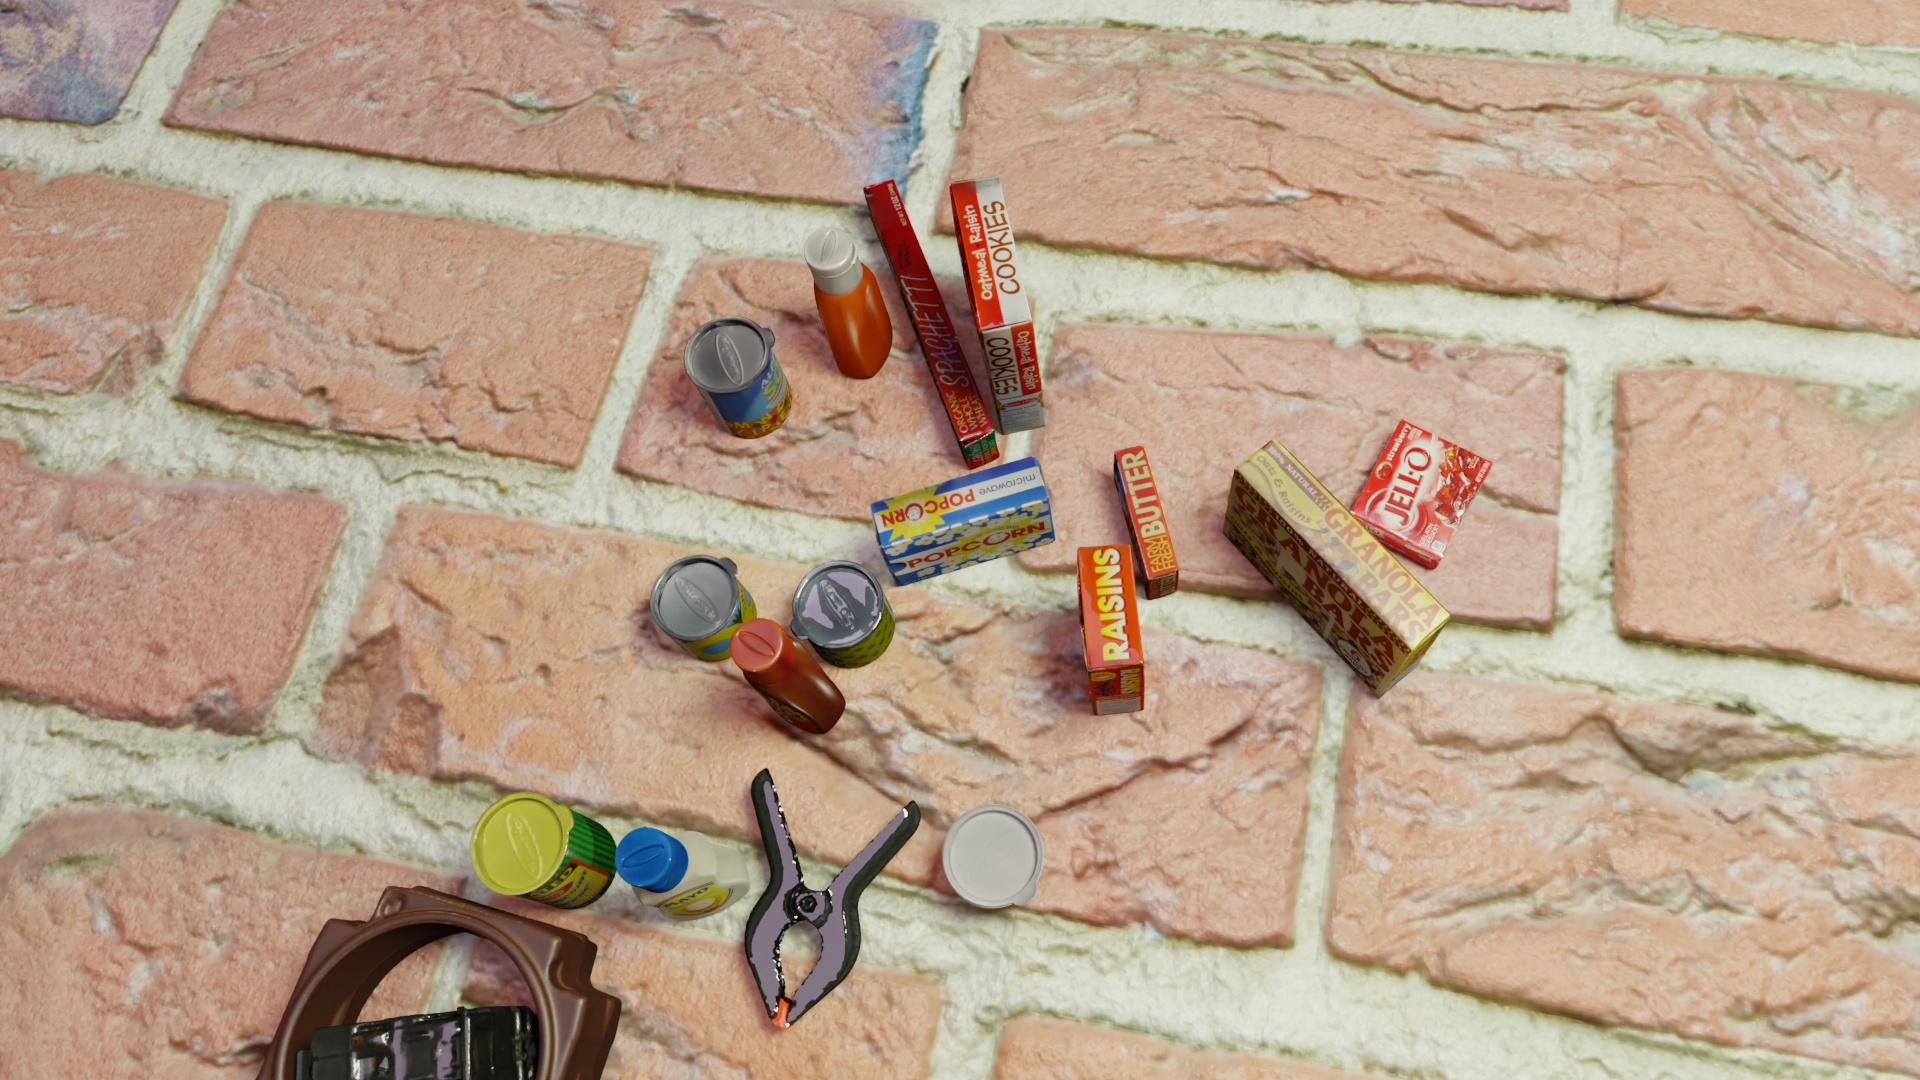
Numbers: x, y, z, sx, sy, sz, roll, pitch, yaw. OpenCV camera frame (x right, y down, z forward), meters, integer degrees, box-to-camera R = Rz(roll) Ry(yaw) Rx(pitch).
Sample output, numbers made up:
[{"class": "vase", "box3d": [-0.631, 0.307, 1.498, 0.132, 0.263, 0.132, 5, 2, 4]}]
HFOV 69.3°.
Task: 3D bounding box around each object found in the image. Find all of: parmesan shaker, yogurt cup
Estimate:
[{"class": "parmesan shaker", "box3d": [-0.279, 0.213, 0.951, 0.071, 0.102, 0.071, -2, 69, 6]}, {"class": "yogurt cup", "box3d": [0.024, 0.216, 0.940, 0.072, 0.053, 0.072, -2, 69, 6]}]

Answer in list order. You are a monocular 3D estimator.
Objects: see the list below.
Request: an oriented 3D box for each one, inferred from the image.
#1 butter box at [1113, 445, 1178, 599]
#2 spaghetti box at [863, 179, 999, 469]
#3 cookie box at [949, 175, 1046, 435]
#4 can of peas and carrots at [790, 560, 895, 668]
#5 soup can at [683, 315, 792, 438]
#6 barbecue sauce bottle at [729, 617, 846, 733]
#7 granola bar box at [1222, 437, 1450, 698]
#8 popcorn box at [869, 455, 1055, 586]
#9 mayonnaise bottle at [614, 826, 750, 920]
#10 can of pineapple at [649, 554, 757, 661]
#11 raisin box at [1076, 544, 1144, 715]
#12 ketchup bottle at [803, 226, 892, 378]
[{"class": "butter box", "box3d": [0.135, -0.013, 1.017, 0.024, 0.053, 0.104, -13, 68, 2]}, {"class": "spaghetti box", "box3d": [-0.024, -0.173, 1.100, 0.029, 0.050, 0.251, -20, 68, -1]}, {"class": "cookie box", "box3d": [0.028, -0.170, 1.029, 0.040, 0.167, 0.123, -12, 68, 2]}, {"class": "can of peas and carrots", "box3d": [-0.086, 0.056, 1.013, 0.071, 0.058, 0.071, -2, 69, 6]}, {"class": "soup can", "box3d": [-0.168, -0.126, 1.080, 0.071, 0.083, 0.071, -2, 69, 6]}, {"class": "barbecue sauce bottle", "box3d": [-0.122, 0.091, 0.955, 0.065, 0.148, 0.044, 30, 76, 17]}, {"class": "granola bar box", "box3d": [0.252, 0.020, 0.951, 0.039, 0.124, 0.166, -37, 69, -8]}, {"class": "popcorn box", "box3d": [0.004, -0.013, 1.015, 0.127, 0.085, 0.038, -16, 68, 0]}, {"class": "mayonnaise bottle", "box3d": [-0.186, 0.218, 0.913, 0.065, 0.147, 0.041, -23, 68, -2]}, {"class": "can of pineapple", "box3d": [-0.187, 0.050, 1.028, 0.071, 0.057, 0.071, -2, 69, 6]}, {"class": "raisin box", "box3d": [0.103, 0.063, 0.953, 0.040, 0.123, 0.086, -5, 69, 5]}, {"class": "ketchup bottle", "box3d": [-0.085, -0.183, 1.058, 0.043, 0.148, 0.065, 9, 71, 10]}]
